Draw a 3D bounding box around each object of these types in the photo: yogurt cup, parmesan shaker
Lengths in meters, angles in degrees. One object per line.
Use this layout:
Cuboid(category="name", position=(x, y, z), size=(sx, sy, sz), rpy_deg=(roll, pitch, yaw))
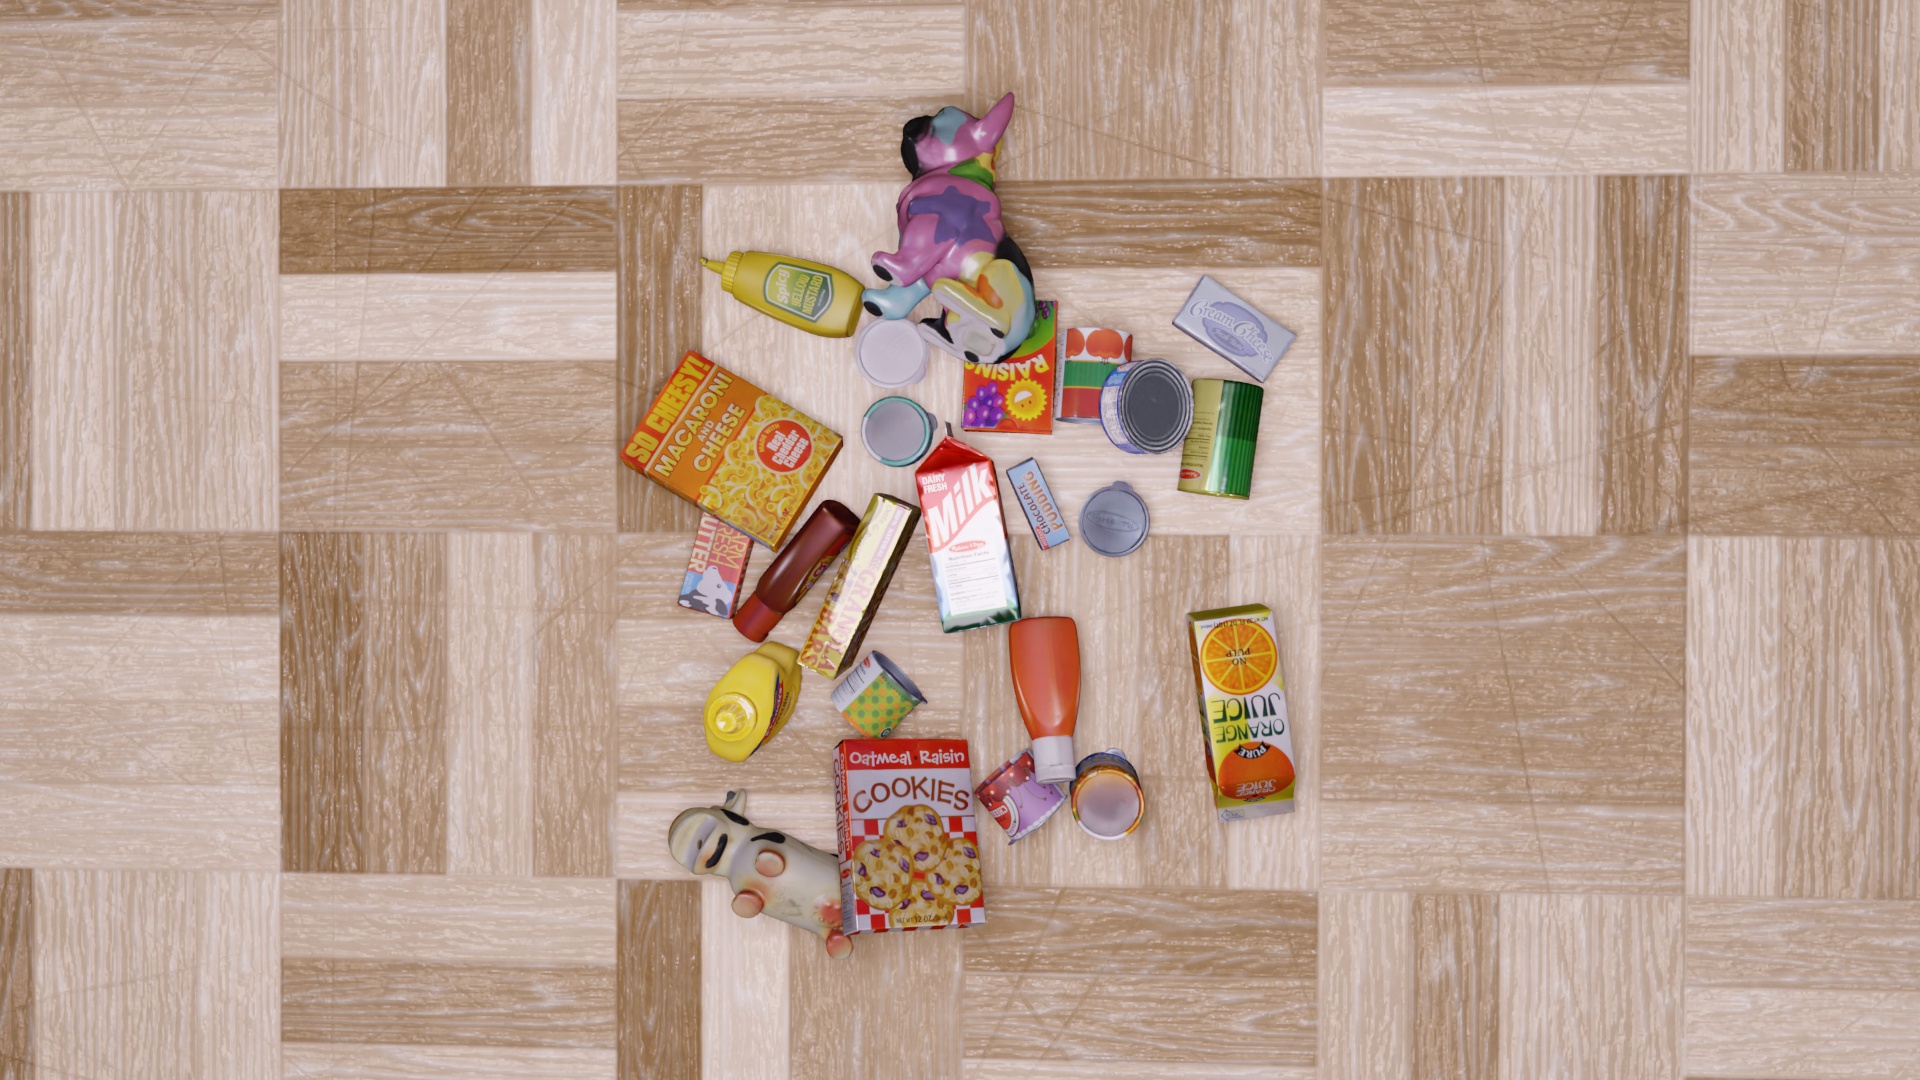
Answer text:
Cuboid(category="yogurt cup", position=(-0.061, -0.172, 1.289), size=(0.072, 0.054, 0.072), rpy_deg=(0, 91, 3))
Cuboid(category="parmesan shaker", position=(0.239, -0.092, 1.265), size=(0.071, 0.071, 0.103), rpy_deg=(8, 91, 3))

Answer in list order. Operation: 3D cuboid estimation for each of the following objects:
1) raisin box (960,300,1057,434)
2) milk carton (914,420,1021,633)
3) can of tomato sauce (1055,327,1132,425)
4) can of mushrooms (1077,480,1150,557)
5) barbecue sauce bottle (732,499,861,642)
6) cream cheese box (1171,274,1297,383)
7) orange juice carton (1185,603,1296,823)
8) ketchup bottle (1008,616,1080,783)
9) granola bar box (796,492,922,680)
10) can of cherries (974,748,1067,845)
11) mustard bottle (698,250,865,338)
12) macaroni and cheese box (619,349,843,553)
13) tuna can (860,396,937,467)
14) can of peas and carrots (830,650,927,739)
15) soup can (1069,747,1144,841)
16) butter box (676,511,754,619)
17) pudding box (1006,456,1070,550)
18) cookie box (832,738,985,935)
Cuboid(category="raisin box", position=(0.046, -0.161, 1.291), size=(0.086, 0.040, 0.123), rpy_deg=(3, 91, 2))
Cuboid(category="milk carton", position=(0.005, -0.016, 1.279), size=(0.073, 0.072, 0.190), rpy_deg=(-10, 91, 3))
Cuboid(category="can of tomato sauce", position=(0.125, -0.149, 1.273), size=(0.071, 0.071, 0.083), rpy_deg=(4, 90, 3))
Cuboid(category="can of mushrooms", position=(0.143, -0.020, 1.290), size=(0.071, 0.033, 0.071), rpy_deg=(0, 91, 4))
Cuboid(category="barbecue sauce bottle", position=(-0.155, 0.030, 1.295), size=(0.044, 0.065, 0.148), rpy_deg=(41, 101, 4))
Cuboid(category="cream cheese box", position=(0.253, -0.195, 1.287), size=(0.104, 0.024, 0.053), rpy_deg=(34, 92, 2))
Cuboid(category="orange juice carton", position=(0.257, 0.158, 1.265), size=(0.072, 0.073, 0.192), rpy_deg=(-8, 91, 3))
Cuboid(category="ketchup bottle", position=(0.080, 0.145, 1.267), size=(0.065, 0.043, 0.149), rpy_deg=(-4, 71, -1))
Cuboid(category="granola bar box", position=(-0.089, 0.038, 1.258), size=(0.039, 0.124, 0.165), rpy_deg=(25, 92, 3))
Cuboid(category="can of cherries", position=(0.053, 0.236, 1.279), size=(0.071, 0.071, 0.058), rpy_deg=(-39, 88, 3))
Cuboid(category="mustard bottle", position=(-0.171, -0.237, 1.298), size=(0.160, 0.049, 0.065), rpy_deg=(17, 90, 3))
Cuboid(category="macaroni and cheese box", position=(-0.212, -0.083, 1.293), size=(0.166, 0.040, 0.124), rpy_deg=(30, 77, 3))
Cuboid(category="tuna can", position=(-0.057, -0.103, 1.301), size=(0.071, 0.033, 0.071), rpy_deg=(0, 91, 4))
Cuboid(category="can of peas and carrots", position=(-0.076, 0.147, 1.288), size=(0.071, 0.071, 0.058), rpy_deg=(45, 94, 2))
Cuboid(category="soup can", position=(0.134, 0.230, 1.267), size=(0.071, 0.084, 0.071), rpy_deg=(0, 90, 3))
Cuboid(category="butter box", position=(-0.228, 0.019, 1.315), size=(0.053, 0.024, 0.103), rpy_deg=(16, 91, 3))
Cuboid(category="pudding box", position=(0.071, -0.034, 1.286), size=(0.030, 0.049, 0.083), rpy_deg=(-24, 90, 2))
Cuboid(category="cookie box", position=(-0.047, 0.264, 1.249), size=(0.123, 0.040, 0.168), rpy_deg=(4, 68, -24))
